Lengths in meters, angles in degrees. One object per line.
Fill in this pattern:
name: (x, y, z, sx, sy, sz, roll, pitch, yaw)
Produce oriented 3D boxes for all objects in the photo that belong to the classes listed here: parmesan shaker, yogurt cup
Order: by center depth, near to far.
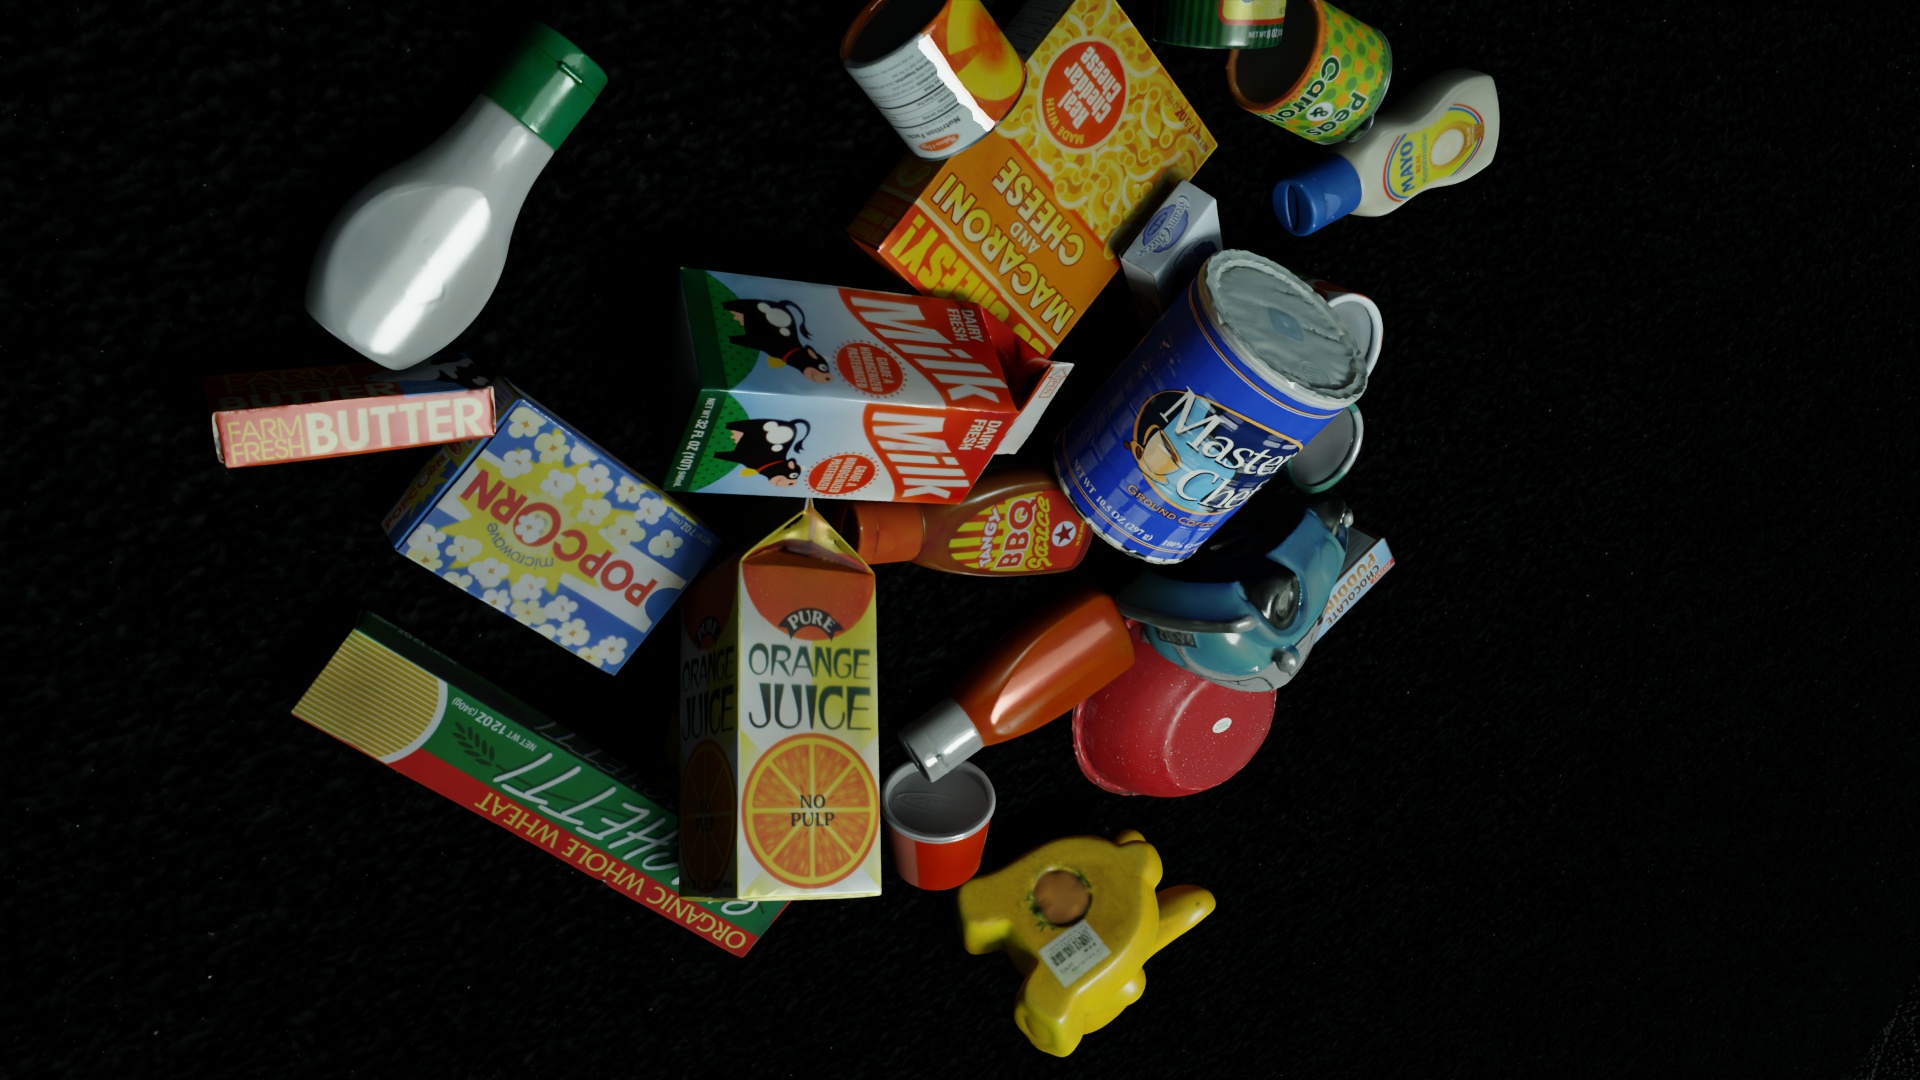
parmesan shaker: (0.133, -0.299, 0.683, 0.071, 0.071, 0.102, -14, 120, -27)
yogurt cup: (-0.014, 0.170, 0.826, 0.072, 0.072, 0.053, -18, 130, -25)

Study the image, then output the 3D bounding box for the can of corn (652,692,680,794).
can of corn: (-0.125, 0.113, 0.724, 0.071, 0.071, 0.058, 4, 110, -35)

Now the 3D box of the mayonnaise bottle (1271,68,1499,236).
mayonnaise bottle: (0.250, -0.223, 0.814, 0.148, 0.041, 0.064, -29, 128, -19)

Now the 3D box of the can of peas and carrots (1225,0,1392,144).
can of peas and carrots: (0.185, -0.250, 0.739, 0.059, 0.071, 0.070, 10, 107, -36)

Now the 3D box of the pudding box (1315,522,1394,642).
pudding box: (0.242, 0.025, 0.930, 0.084, 0.050, 0.030, -42, 127, -9)

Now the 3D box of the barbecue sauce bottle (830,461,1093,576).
barbecue sauce bottle: (0.003, -0.010, 0.758, 0.149, 0.044, 0.064, -4, 119, -31)

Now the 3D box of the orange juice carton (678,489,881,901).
orange juice carton: (-0.087, 0.072, 0.661, 0.073, 0.071, 0.193, 6, 74, -32)

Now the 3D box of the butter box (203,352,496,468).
butter box: (-0.247, -0.054, 0.564, 0.104, 0.053, 0.024, -10, 117, -29)

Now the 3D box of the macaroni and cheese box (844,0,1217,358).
macaroni and cheese box: (0.039, -0.178, 0.699, 0.166, 0.040, 0.123, -52, 130, -1)

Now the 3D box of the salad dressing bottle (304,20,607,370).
salad dressing bottle: (-0.200, -0.139, 0.559, 0.064, 0.044, 0.147, 38, 89, -38)

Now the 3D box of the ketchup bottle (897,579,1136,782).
ketchup bottle: (0.033, 0.087, 0.827, 0.149, 0.043, 0.064, -34, 121, -15)

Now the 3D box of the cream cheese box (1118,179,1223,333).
cream cheese box: (0.116, -0.146, 0.747, 0.053, 0.024, 0.103, -52, 160, -2)

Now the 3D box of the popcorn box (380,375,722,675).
popcorn box: (-0.186, -0.005, 0.640, 0.085, 0.038, 0.126, -52, 130, -2)

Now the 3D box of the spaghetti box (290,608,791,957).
spaghetti box: (-0.187, 0.120, 0.658, 0.250, 0.029, 0.050, 36, 96, -21)

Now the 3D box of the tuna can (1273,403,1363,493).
tuna can: (0.219, -0.065, 0.880, 0.071, 0.033, 0.070, -15, 121, -27)

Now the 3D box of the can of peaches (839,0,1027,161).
can of peaches: (-0.012, -0.218, 0.630, 0.071, 0.071, 0.058, -48, 129, -3)

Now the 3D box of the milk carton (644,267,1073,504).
milk carton: (-0.043, -0.068, 0.651, 0.191, 0.074, 0.072, 2, 143, -27)

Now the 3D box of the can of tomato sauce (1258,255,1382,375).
can of tomato sauce: (0.188, -0.122, 0.797, 0.071, 0.083, 0.070, -15, 121, -27)
